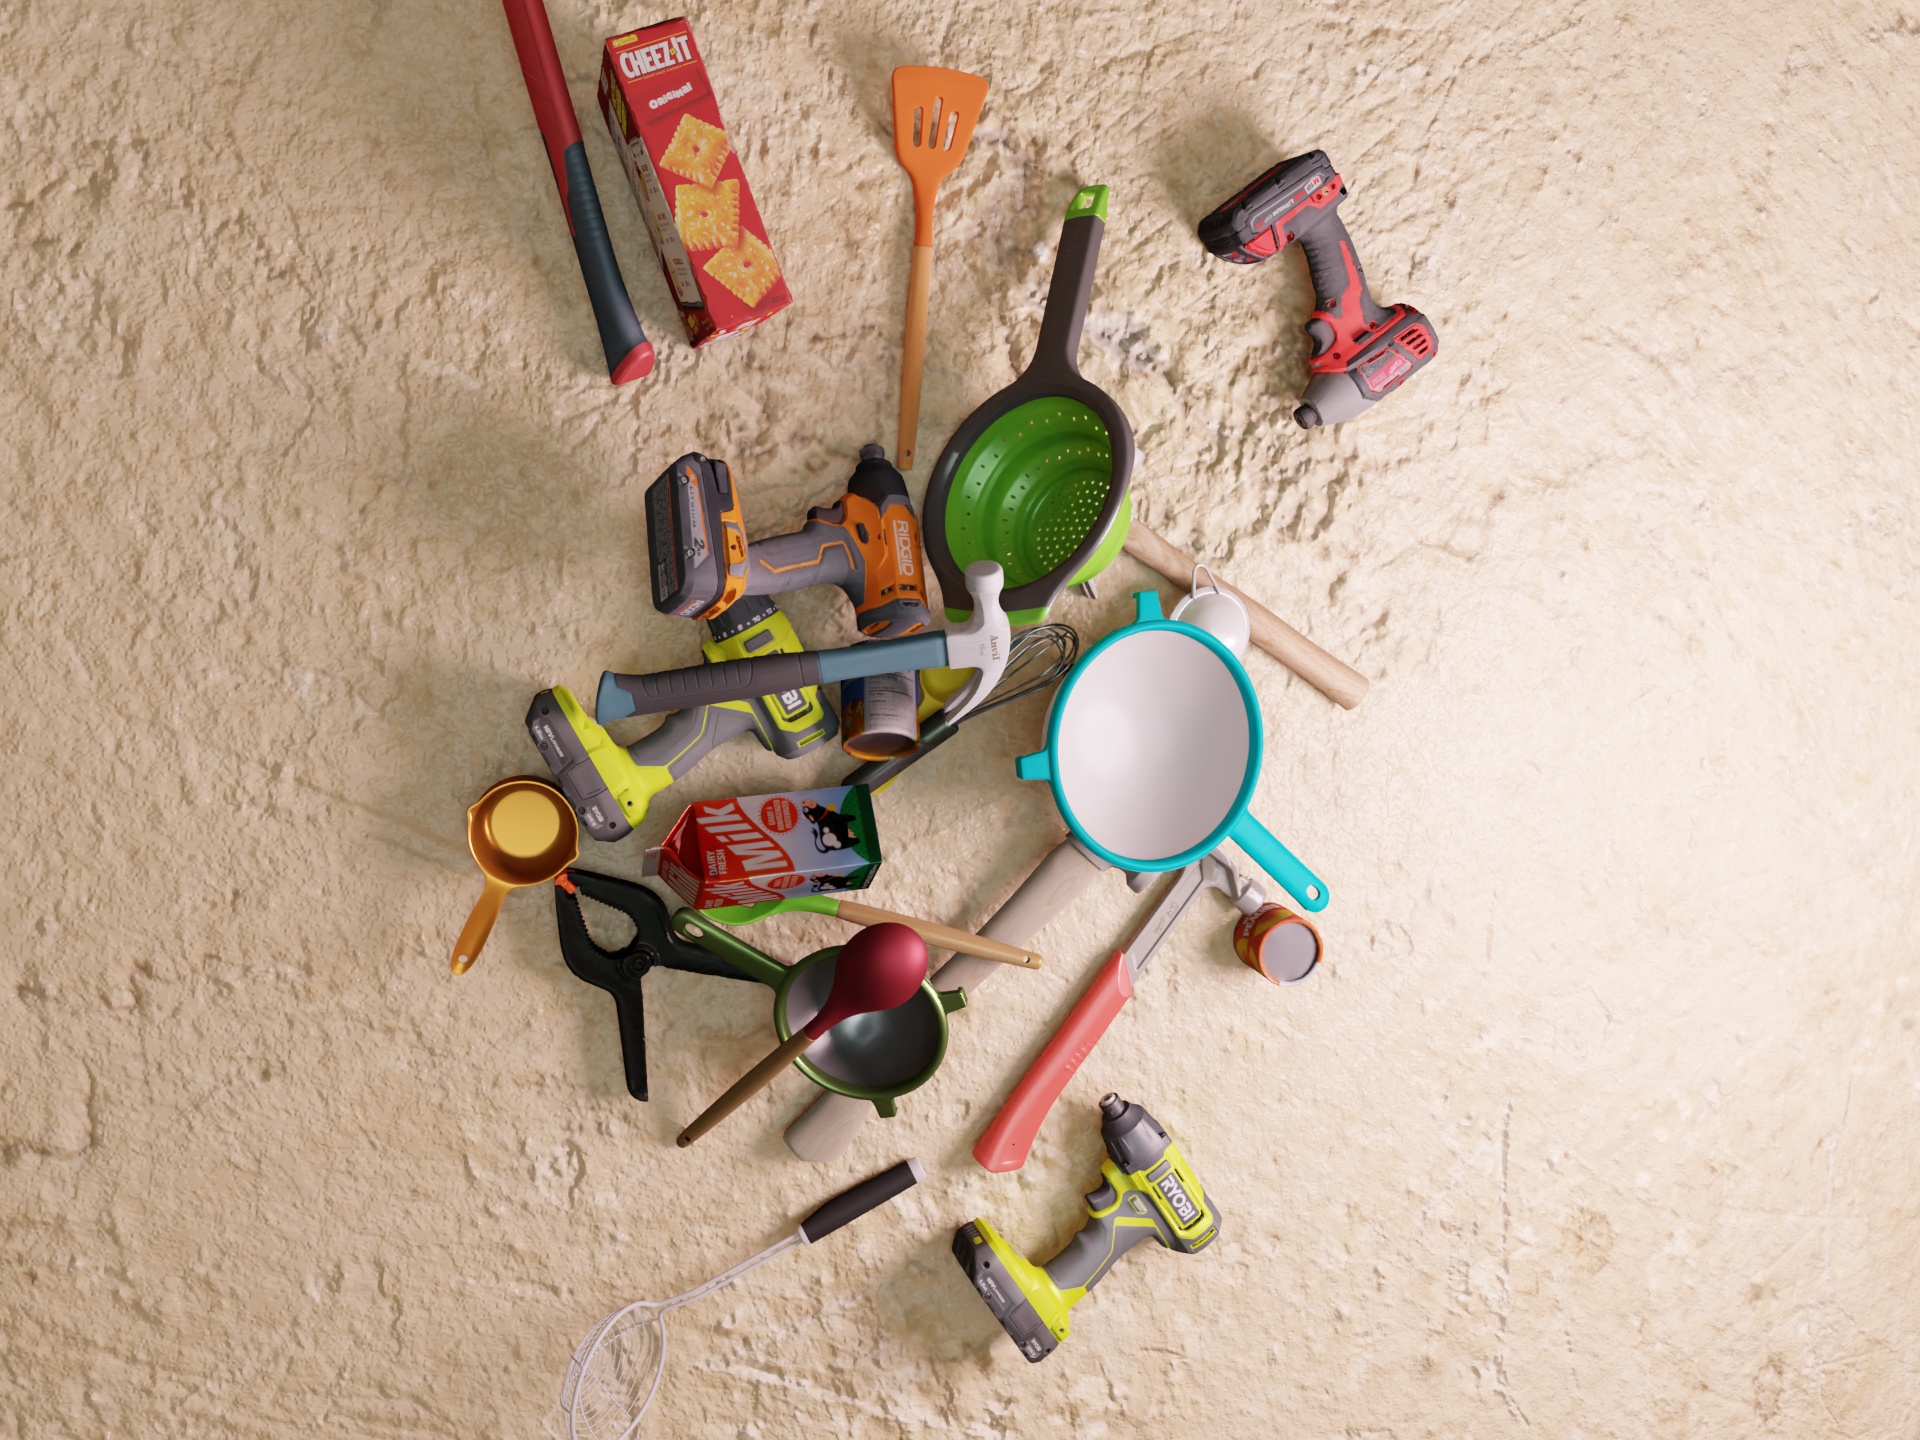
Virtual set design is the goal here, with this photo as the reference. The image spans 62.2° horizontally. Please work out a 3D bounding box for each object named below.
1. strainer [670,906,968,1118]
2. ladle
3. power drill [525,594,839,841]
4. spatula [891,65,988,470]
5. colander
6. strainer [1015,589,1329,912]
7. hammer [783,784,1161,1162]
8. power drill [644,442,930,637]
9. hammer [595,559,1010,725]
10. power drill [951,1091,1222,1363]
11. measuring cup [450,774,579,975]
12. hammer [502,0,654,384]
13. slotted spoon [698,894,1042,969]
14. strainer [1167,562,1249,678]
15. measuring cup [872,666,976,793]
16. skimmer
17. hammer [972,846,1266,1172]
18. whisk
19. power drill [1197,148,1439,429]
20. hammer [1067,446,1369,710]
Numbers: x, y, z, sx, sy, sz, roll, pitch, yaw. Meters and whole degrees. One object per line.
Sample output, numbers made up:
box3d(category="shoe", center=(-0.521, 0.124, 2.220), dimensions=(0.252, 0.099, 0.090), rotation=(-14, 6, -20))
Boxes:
box3d(category="strainer", center=(-0.124, 0.218, 1.355), dimensions=(0.256, 0.069, 0.151), rotation=(30, 115, 0))
box3d(category="ladle", center=(-0.142, 0.273, 1.330), dimensions=(0.069, 0.031, 0.315), rotation=(45, 115, -5))
box3d(category="power drill", center=(-0.236, -0.022, 1.310), dimensions=(0.228, 0.080, 0.190), rotation=(-30, 101, -10))
box3d(category="spatula", center=(-0.032, -0.371, 1.326), dimensions=(0.081, 0.041, 0.322), rotation=(3, 98, -14))
box3d(category="colander", center=(0.092, -0.255, 1.342), dimensions=(0.094, 0.204, 0.397), rotation=(25, 74, -48))
box3d(category="strainer", center=(0.191, 0.058, 1.380), dimensions=(0.340, 0.095, 0.211), rotation=(42, 76, -23))
box3d(category="hammer", center=(-0.012, 0.225, 1.408), dimensions=(0.146, 0.038, 0.410), rotation=(44, 90, 3))
box3d(category="power drill", center=(-0.134, -0.154, 1.284), dimensions=(0.226, 0.084, 0.164), rotation=(2, 74, -32))
box3d(category="hammer", center=(-0.124, -0.041, 1.248), dimensions=(0.331, 0.033, 0.128), rotation=(-9, 122, -2))
box3d(category="power drill", center=(0.111, 0.461, 1.460), dimensions=(0.223, 0.080, 0.171), rotation=(-35, 105, -10))
box3d(category="measuring cup", center=(-0.377, 0.126, 1.311), dimensions=(0.095, 0.052, 0.173), rotation=(26, 93, -15))
box3d(category="hammer", center=(-0.319, -0.452, 1.232), dimensions=(0.038, 0.143, 0.386), rotation=(-34, 120, -44))
box3d(category="slotted spoon", center=(-0.081, 0.171, 1.369), dimensions=(0.313, 0.031, 0.070), rotation=(15, 86, -3))
box3d(category="strainer", center=(0.225, -0.011, 1.417), dimensions=(0.087, 0.050, 0.258), rotation=(-13, 115, -20))
box3d(category="measuring cup", center=(-0.036, -0.003, 1.390), dimensions=(0.062, 0.029, 0.156), rotation=(31, 102, -16))
box3d(category="skimmer", center=(-0.180, 0.504, 1.389), dimensions=(0.363, 0.090, 0.127), rotation=(-27, 135, -10))
box3d(category="hammer", center=(0.121, 0.254, 1.451), dimensions=(0.149, 0.037, 0.359), rotation=(37, 88, -15))
box3d(category="whisk", center=(-0.002, -0.004, 1.354), dimensions=(0.246, 0.059, 0.057), rotation=(-36, 137, 10))
box3d(category="power drill", center=(0.310, -0.369, 1.389), dimensions=(0.143, 0.079, 0.219), rotation=(-38, 107, -5))
box3d(category="hammer", center=(0.234, -0.107, 1.429), dimensions=(0.331, 0.031, 0.130), rotation=(33, 89, -15))
